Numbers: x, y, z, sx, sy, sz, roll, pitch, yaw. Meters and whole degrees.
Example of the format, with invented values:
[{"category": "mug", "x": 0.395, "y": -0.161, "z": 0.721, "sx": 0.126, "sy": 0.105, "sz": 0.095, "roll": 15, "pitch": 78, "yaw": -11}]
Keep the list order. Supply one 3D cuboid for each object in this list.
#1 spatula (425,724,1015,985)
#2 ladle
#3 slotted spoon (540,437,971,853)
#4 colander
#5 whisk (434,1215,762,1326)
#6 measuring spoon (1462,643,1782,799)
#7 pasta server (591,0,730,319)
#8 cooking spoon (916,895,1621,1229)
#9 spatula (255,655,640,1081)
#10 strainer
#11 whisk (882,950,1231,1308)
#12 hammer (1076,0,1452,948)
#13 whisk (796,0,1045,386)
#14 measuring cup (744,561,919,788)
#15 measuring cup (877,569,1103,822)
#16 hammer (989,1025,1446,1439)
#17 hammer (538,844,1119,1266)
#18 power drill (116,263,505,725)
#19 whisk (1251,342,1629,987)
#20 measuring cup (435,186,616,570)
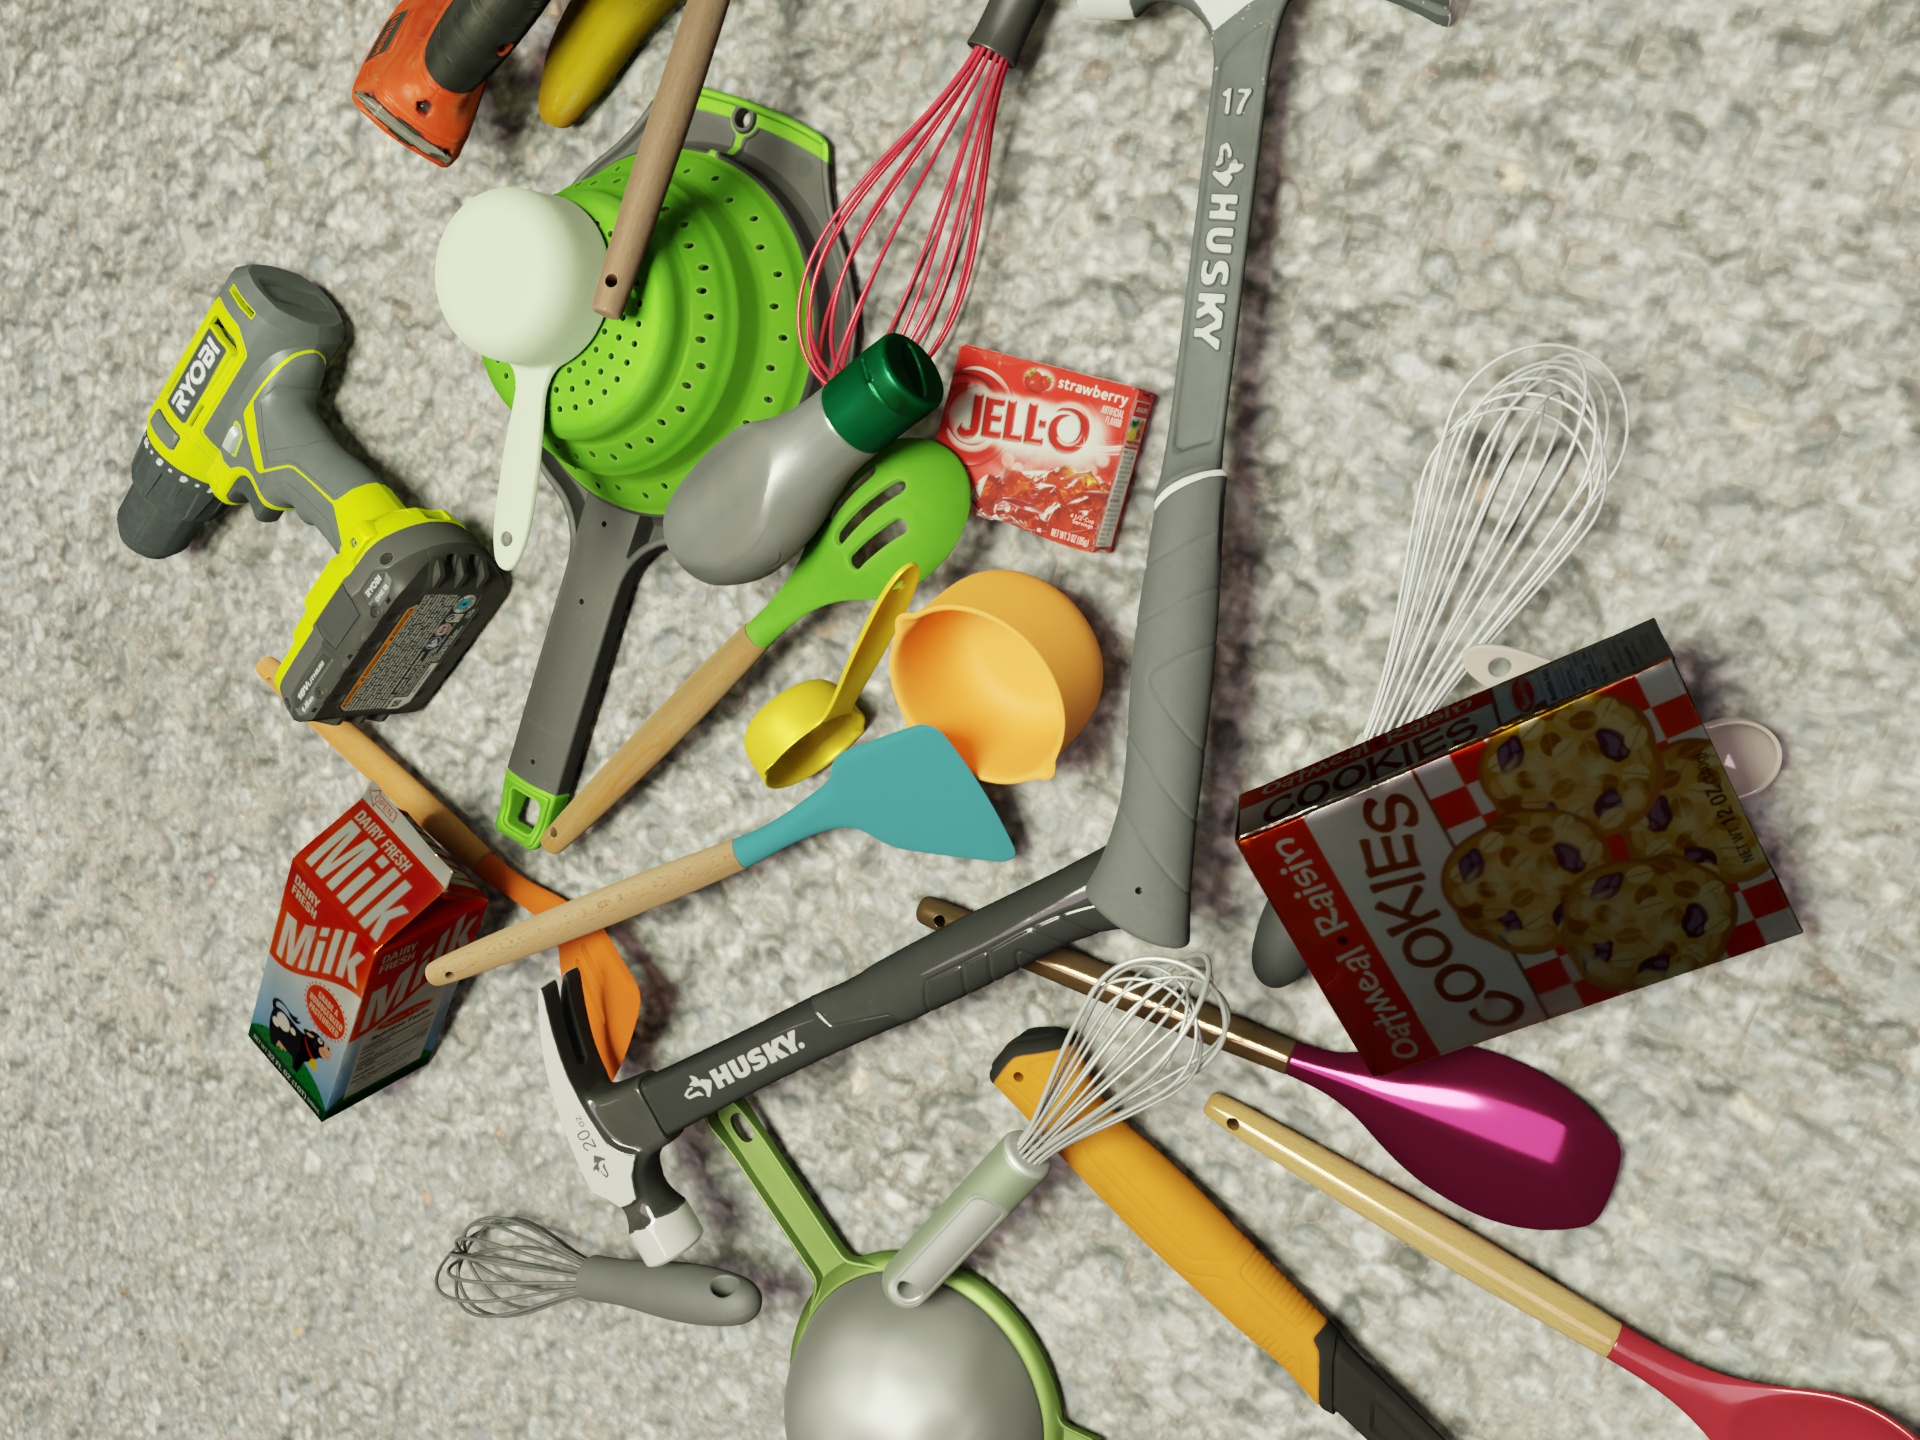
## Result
[{"category": "spatula", "x": -0.130, "y": 0.078, "z": 0.762, "sx": 0.317, "sy": 0.044, "sz": 0.082, "roll": -22, "pitch": 120, "yaw": 16}, {"category": "ladle", "x": 0.238, "y": 0.237, "z": 0.642, "sx": 0.315, "sy": 0.031, "sz": 0.069, "roll": 28, "pitch": 106, "yaw": 23}, {"category": "slotted spoon", "x": -0.112, "y": -0.023, "z": 0.761, "sx": 0.313, "sy": 0.031, "sz": 0.070, "roll": -41, "pitch": 67, "yaw": 29}, {"category": "colander", "x": -0.185, "y": -0.112, "z": 0.773, "sx": 0.205, "sy": 0.094, "sz": 0.397, "roll": 26, "pitch": 106, "yaw": 21}, {"category": "whisk", "x": -0.192, "y": 0.291, "z": 0.825, "sx": 0.239, "sy": 0.055, "sz": 0.055, "roll": -8, "pitch": 92, "yaw": 37}, {"category": "measuring spoon", "x": 0.246, "y": -0.005, "z": 0.597, "sx": 0.124, "sy": 0.018, "sz": 0.034, "roll": 22, "pitch": 119, "yaw": 1}, {"category": "pasta server", "x": -0.103, "y": -0.323, "z": 0.694, "sx": 0.060, "sy": 0.040, "sz": 0.316, "roll": 17, "pitch": 87, "yaw": 9}, {"category": "cooking spoon", "x": 0.120, "y": 0.138, "z": 0.692, "sx": 0.319, "sy": 0.017, "sz": 0.068, "roll": 19, "pitch": 104, "yaw": 23}, {"category": "spatula", "x": -0.281, "y": 0.066, "z": 0.862, "sx": 0.323, "sy": 0.041, "sz": 0.081, "roll": 38, "pitch": 127, "yaw": 15}, {"category": "strainer", "x": -0.061, "y": 0.296, "z": 0.768, "sx": 0.151, "sy": 0.069, "sz": 0.256, "roll": -40, "pitch": 79, "yaw": 24}, {"category": "whisk", "x": 0.034, "y": 0.184, "z": 0.688, "sx": 0.057, "sy": 0.059, "sz": 0.246, "roll": 32, "pitch": 119, "yaw": -8}, {"category": "hammer", "x": 0.100, "y": -0.112, "z": 0.639, "sx": 0.149, "sy": 0.036, "sz": 0.409, "roll": 7, "pitch": 93, "yaw": 17}, {"category": "whisk", "x": 0.005, "y": -0.269, "z": 0.687, "sx": 0.073, "sy": 0.073, "sz": 0.296, "roll": 31, "pitch": 102, "yaw": 20}, {"category": "measuring cup", "x": -0.057, "y": -0.025, "z": 0.719, "sx": 0.029, "sy": 0.062, "sz": 0.156, "roll": 51, "pitch": 137, "yaw": 18}, {"category": "measuring cup", "x": -0.001, "y": -0.002, "z": 0.726, "sx": 0.095, "sy": 0.052, "sz": 0.173, "roll": 46, "pitch": 138, "yaw": 1}, {"category": "hammer", "x": 0.136, "y": 0.266, "z": 0.690, "sx": 0.337, "sy": 0.034, "sz": 0.127, "roll": 43, "pitch": 110, "yaw": 16}, {"category": "hammer", "x": -0.050, "y": 0.127, "z": 0.730, "sx": 0.335, "sy": 0.035, "sz": 0.146, "roll": -29, "pitch": 90, "yaw": 19}, {"category": "power drill", "x": -0.370, "y": -0.108, "z": 0.875, "sx": 0.190, "sy": 0.080, "sz": 0.229, "roll": -47, "pitch": 72, "yaw": 22}, {"category": "whisk", "x": 0.180, "y": -0.011, "z": 0.631, "sx": 0.070, "sy": 0.070, "sz": 0.284, "roll": 29, "pitch": 112, "yaw": 21}, {"category": "measuring cup", "x": -0.201, "y": -0.150, "z": 0.700, "sx": 0.083, "sy": 0.038, "sz": 0.167, "roll": 11, "pitch": 97, "yaw": 24}]
